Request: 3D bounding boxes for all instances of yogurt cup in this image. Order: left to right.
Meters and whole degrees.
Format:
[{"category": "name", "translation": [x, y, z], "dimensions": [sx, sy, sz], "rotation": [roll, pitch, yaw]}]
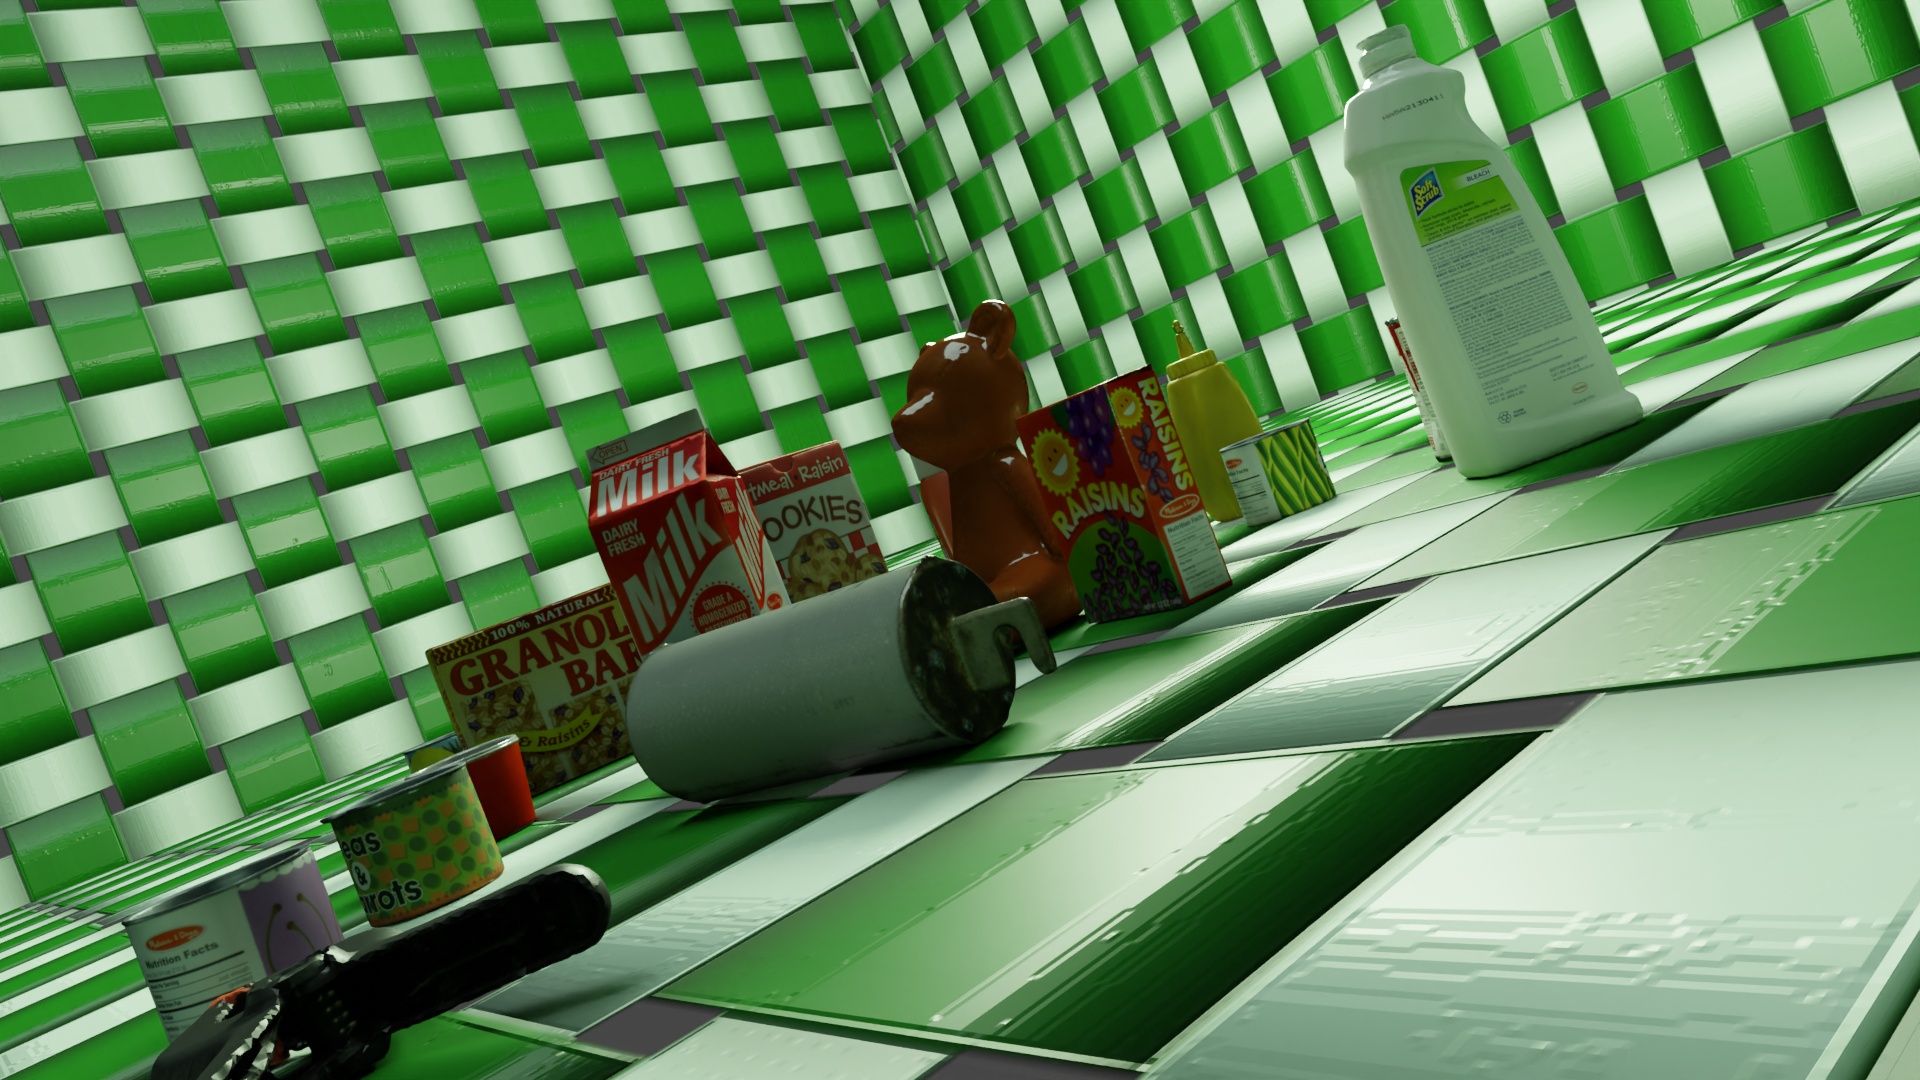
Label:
[{"category": "yogurt cup", "translation": [-0.289, 0.153, 0.829], "dimensions": [0.072, 0.054, 0.072], "rotation": [-21, 2, 1]}]

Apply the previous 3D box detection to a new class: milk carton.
[{"category": "milk carton", "translation": [-0.142, 0.027, 0.767], "dimensions": [0.072, 0.190, 0.073], "rotation": [-21, 2, 6]}]

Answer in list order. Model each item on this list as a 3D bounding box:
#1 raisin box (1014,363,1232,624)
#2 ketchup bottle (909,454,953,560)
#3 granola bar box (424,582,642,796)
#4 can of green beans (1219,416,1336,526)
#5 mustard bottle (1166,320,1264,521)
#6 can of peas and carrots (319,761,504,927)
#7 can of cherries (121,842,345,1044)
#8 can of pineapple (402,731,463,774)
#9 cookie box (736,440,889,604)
[{"category": "raisin box", "translation": [0.086, -0.023, 0.747], "dimensions": [0.040, 0.123, 0.086], "rotation": [-22, 2, -33]}, {"category": "ketchup bottle", "translation": [0.003, -0.012, 0.927], "dimensions": [0.043, 0.148, 0.065], "rotation": [-21, 2, 5]}, {"category": "granola bar box", "translation": [-0.286, 0.107, 1.014], "dimensions": [0.166, 0.124, 0.039], "rotation": [-22, 2, -30]}, {"category": "can of green beans", "translation": [0.223, -0.048, 0.975], "dimensions": [0.071, 0.058, 0.071], "rotation": [-21, 2, 1]}, {"category": "mustard bottle", "translation": [0.196, -0.097, 1.082], "dimensions": [0.065, 0.160, 0.048], "rotation": [-21, 2, -24]}, {"category": "can of peas and carrots", "translation": [-0.264, 0.147, 0.671], "dimensions": [0.071, 0.058, 0.071], "rotation": [-21, 2, 1]}, {"category": "can of cherries", "translation": [-0.267, 0.154, 0.523], "dimensions": [0.071, 0.058, 0.071], "rotation": [-21, 2, 1]}, {"category": "can of pineapple", "translation": [-0.401, 0.183, 1.110], "dimensions": [0.071, 0.058, 0.071], "rotation": [-21, 2, 1]}, {"category": "cookie box", "translation": [-0.116, 0.019, 1.048], "dimensions": [0.123, 0.167, 0.040], "rotation": [-22, 2, -43]}]
